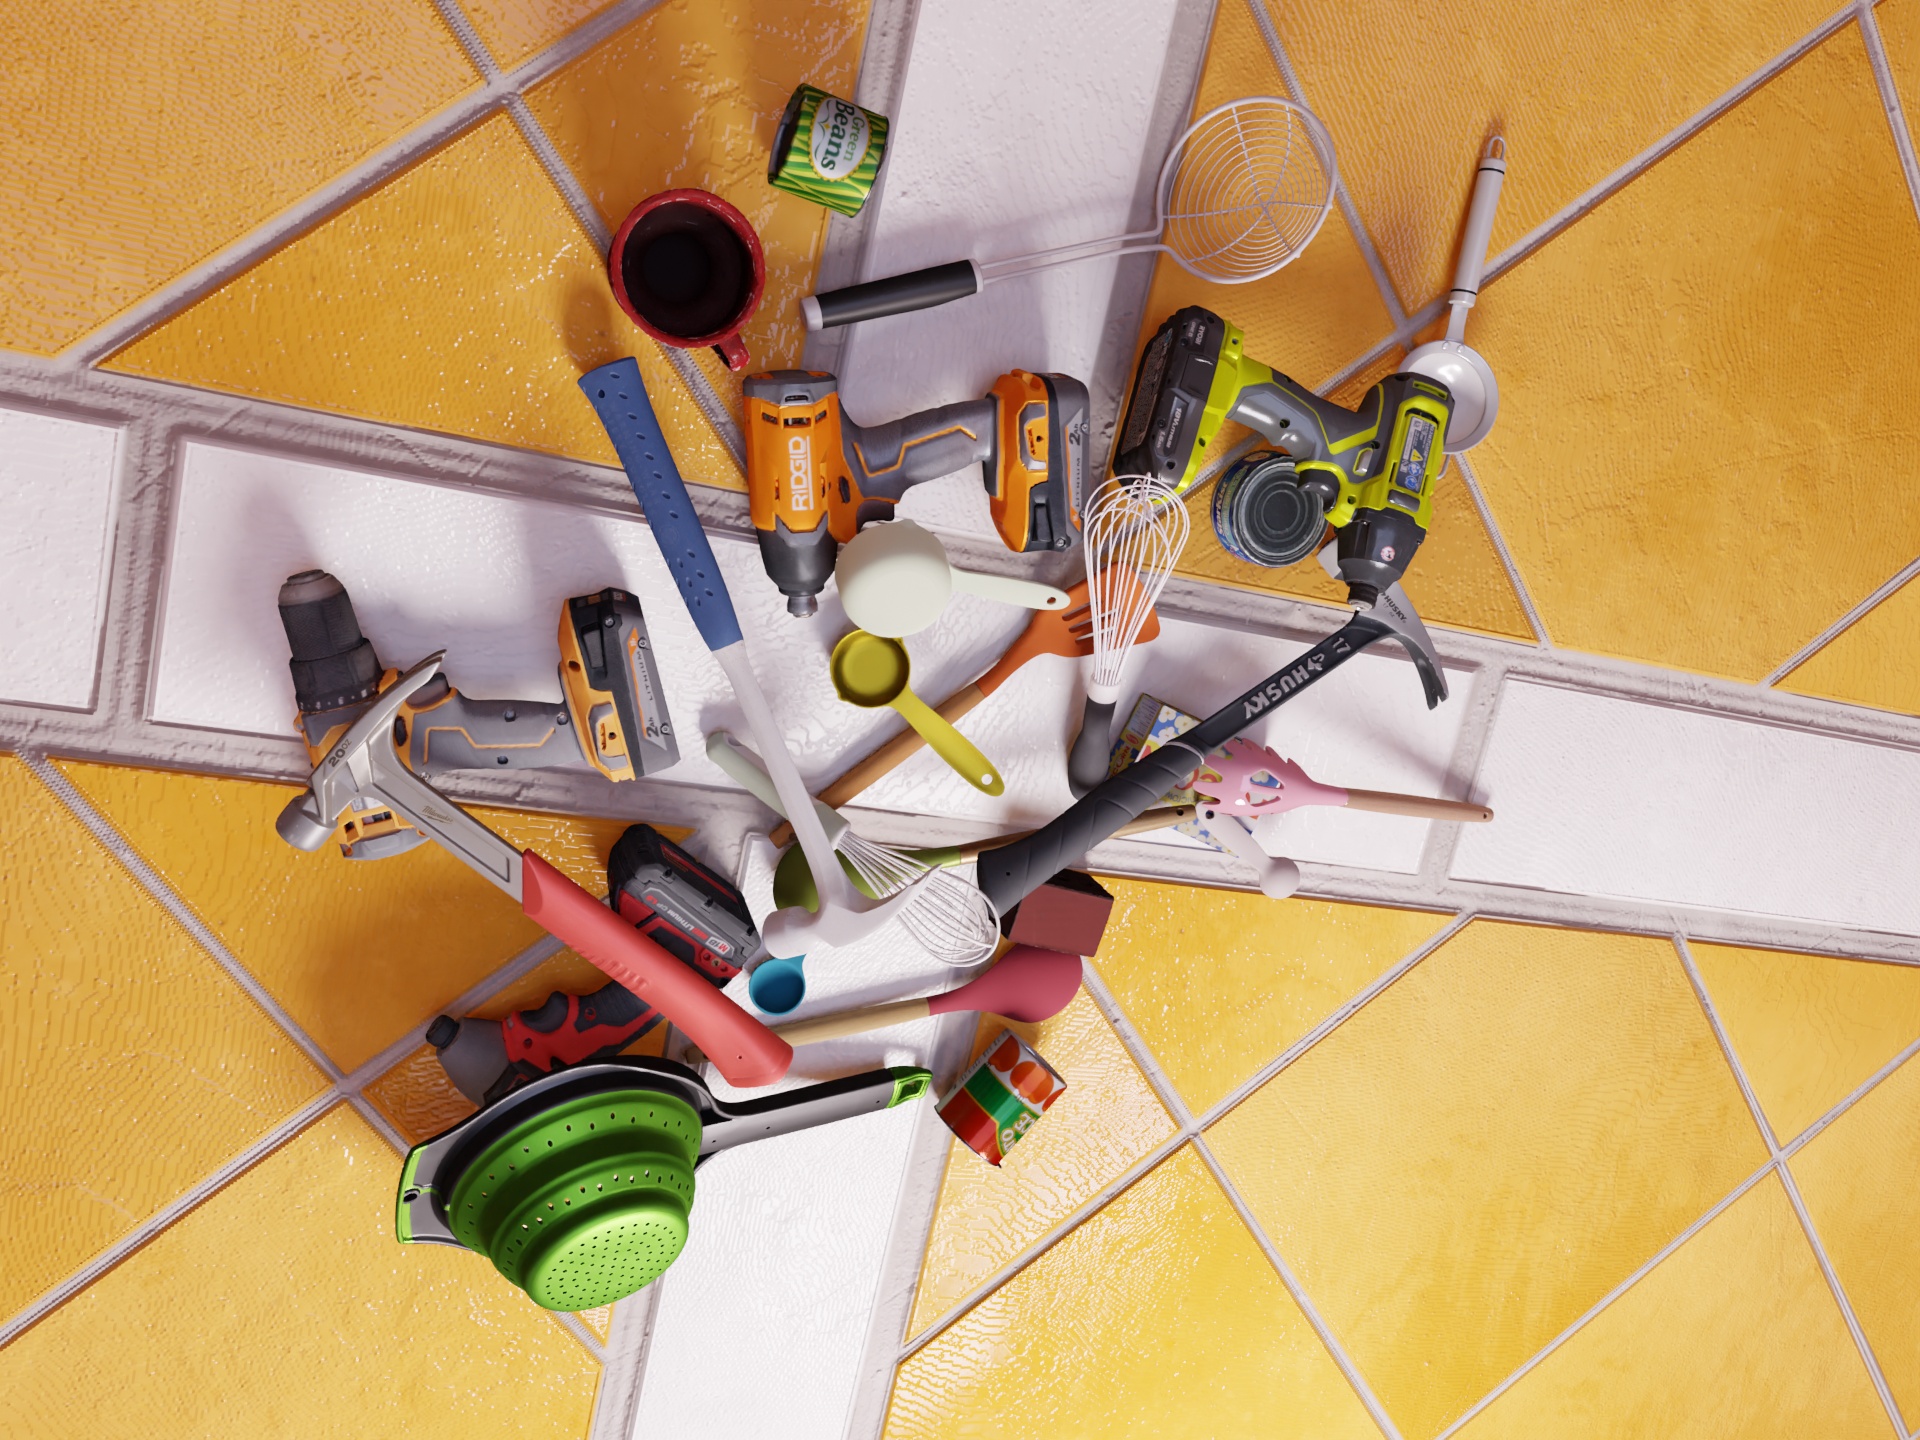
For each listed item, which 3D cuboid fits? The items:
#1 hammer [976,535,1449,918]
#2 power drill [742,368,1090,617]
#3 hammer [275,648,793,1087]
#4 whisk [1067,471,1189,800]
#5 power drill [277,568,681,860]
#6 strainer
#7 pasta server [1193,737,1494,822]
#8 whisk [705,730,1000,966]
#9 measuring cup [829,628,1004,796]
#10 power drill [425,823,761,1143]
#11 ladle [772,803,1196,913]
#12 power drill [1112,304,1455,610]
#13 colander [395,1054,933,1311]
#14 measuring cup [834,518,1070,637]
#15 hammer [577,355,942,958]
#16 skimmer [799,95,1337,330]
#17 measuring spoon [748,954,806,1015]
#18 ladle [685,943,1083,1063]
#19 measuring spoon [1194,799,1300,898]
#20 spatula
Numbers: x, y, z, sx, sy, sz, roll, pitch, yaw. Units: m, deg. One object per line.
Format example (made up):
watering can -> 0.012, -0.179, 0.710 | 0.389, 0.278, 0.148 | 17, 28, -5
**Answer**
hammer -> 0.179, 0.018, 1.148 | 0.409, 0.036, 0.149 | -33, 79, -18
power drill -> -0.031, -0.156, 1.077 | 0.226, 0.084, 0.164 | -5, 109, -14
hammer -> -0.242, 0.117, 1.017 | 0.358, 0.037, 0.149 | 41, 97, -20
whisk -> 0.108, -0.049, 1.123 | 0.070, 0.070, 0.284 | -8, 131, -17
power drill -> -0.310, -0.024, 1.018 | 0.226, 0.084, 0.185 | -15, 109, -10
strainer -> 0.376, -0.309, 1.196 | 0.087, 0.050, 0.258 | 11, 95, -10
pasta server -> 0.313, 0.060, 1.256 | 0.316, 0.040, 0.060 | 8, 102, -35
whisk -> -0.076, 0.084, 1.090 | 0.246, 0.058, 0.059 | 36, 105, 8
measuring cup -> -0.028, -0.003, 1.121 | 0.156, 0.029, 0.062 | 44, 90, -4
power drill -> -0.254, 0.187, 1.098 | 0.143, 0.079, 0.219 | 40, 93, -24
ladle -> 0.021, 0.098, 1.163 | 0.320, 0.062, 0.078 | -9, 69, -15
power drill -> 0.230, -0.186, 1.123 | 0.223, 0.080, 0.171 | 18, 81, -12
colander -> -0.178, 0.318, 1.105 | 0.397, 0.095, 0.204 | -6, 132, -31
measuring cup -> -0.001, -0.083, 1.059 | 0.167, 0.038, 0.083 | 8, 130, -19
hammer -> -0.142, -0.041, 1.032 | 0.035, 0.144, 0.405 | -33, 102, -56
skimmer -> 0.070, -0.325, 1.058 | 0.363, 0.090, 0.127 | -16, 77, -12
measuring spoon -> -0.115, 0.156, 1.170 | 0.042, 0.021, 0.128 | 29, 85, -9
ladle -> -0.051, 0.220, 1.202 | 0.315, 0.031, 0.069 | -10, 99, -14
measuring spoon -> 0.222, 0.099, 1.224 | 0.124, 0.018, 0.034 | 40, 89, -27
spatula -> -0.002, -0.004, 1.148 | 0.322, 0.041, 0.080 | -37, 130, -5
